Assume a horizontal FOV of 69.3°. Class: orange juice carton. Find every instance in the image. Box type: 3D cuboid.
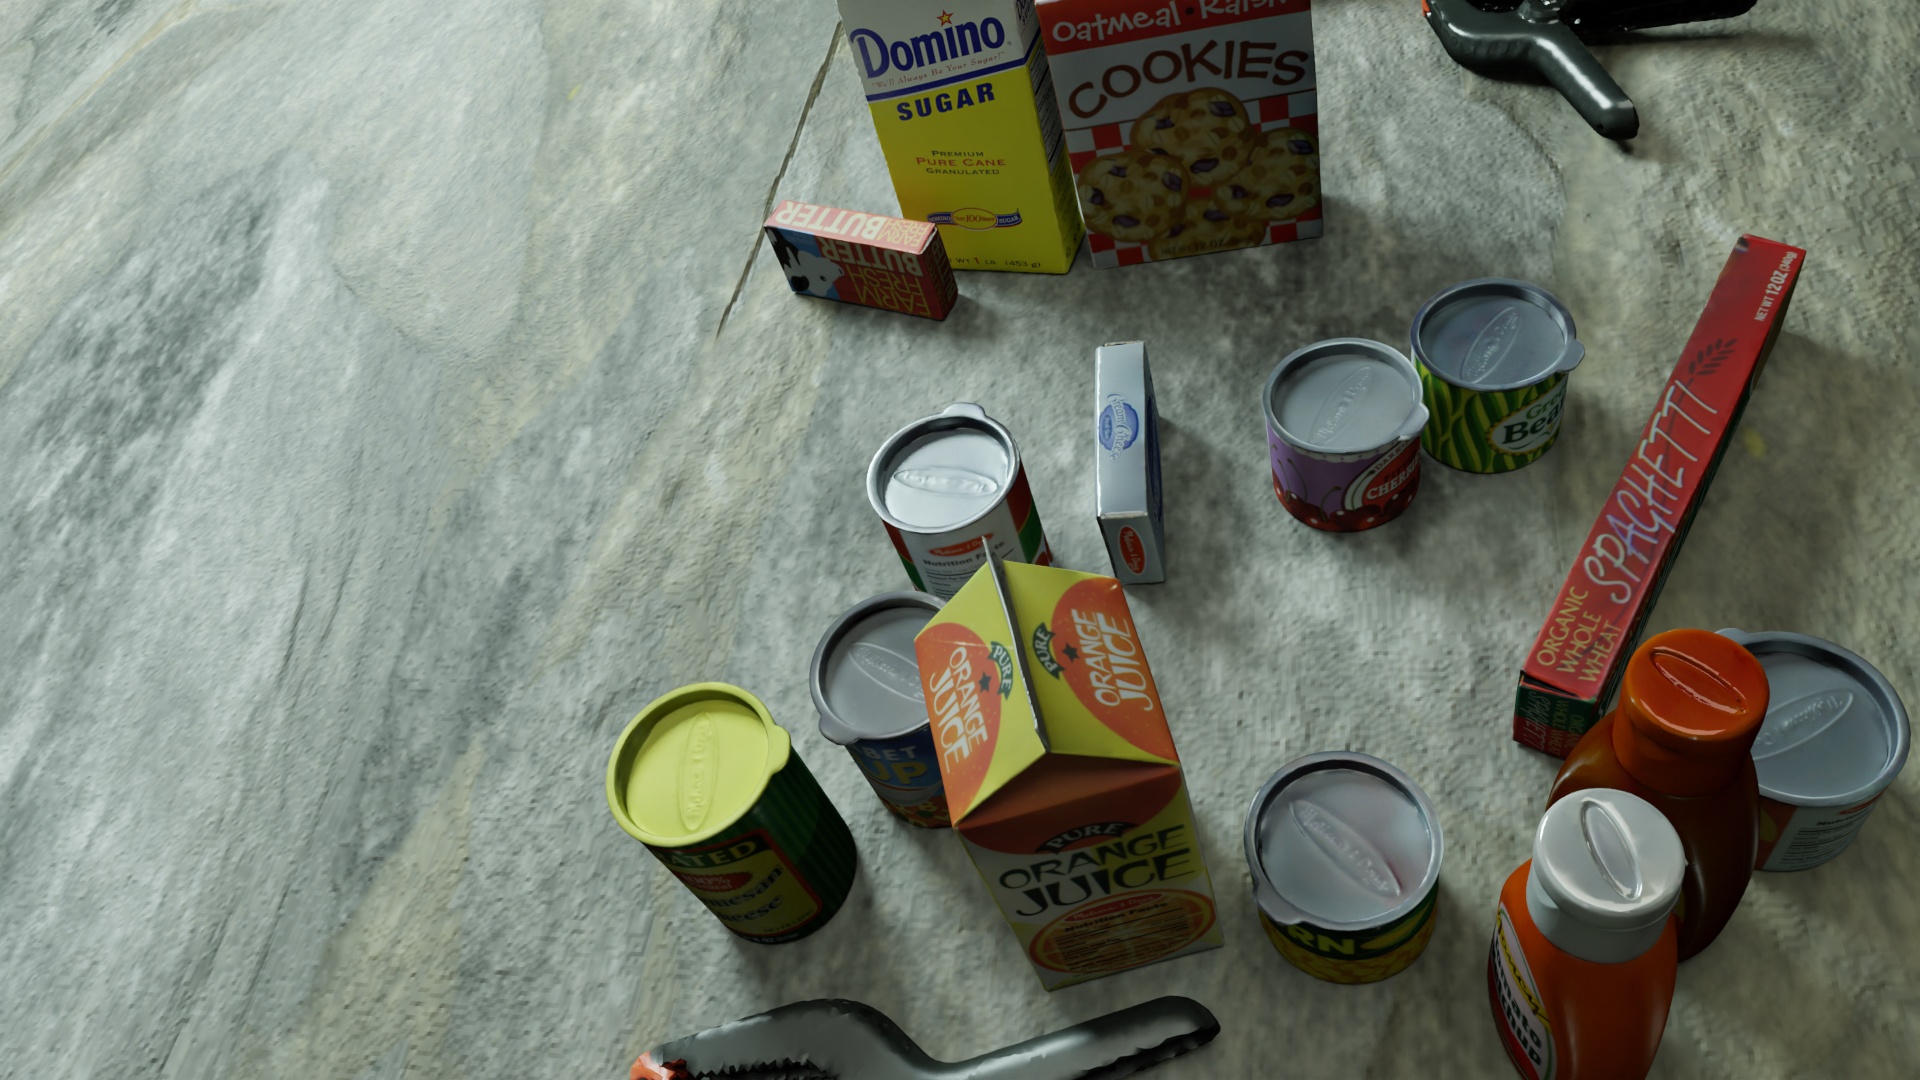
[{"bbox_3d":[0.037,0.080,0.471,0.073,0.191,0.072,-17,51,4],"label":"orange juice carton"}]

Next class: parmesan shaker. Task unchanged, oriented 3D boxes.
[{"bbox_3d":[-0.083,0.109,0.543,0.071,0.102,0.071,-8,52,11],"label":"parmesan shaker"}]

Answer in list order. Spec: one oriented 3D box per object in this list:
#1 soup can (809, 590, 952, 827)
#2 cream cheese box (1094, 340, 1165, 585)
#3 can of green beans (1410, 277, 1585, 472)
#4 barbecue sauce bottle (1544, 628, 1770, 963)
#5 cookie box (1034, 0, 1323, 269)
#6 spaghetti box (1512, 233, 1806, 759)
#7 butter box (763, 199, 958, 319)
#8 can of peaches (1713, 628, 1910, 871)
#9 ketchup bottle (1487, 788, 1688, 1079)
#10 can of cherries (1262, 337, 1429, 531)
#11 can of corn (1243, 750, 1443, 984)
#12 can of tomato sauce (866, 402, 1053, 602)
[{"bbox_3d":[-0.019,0.072,0.564,0.071,0.083,0.072,-8,52,11],"label":"soup can"},{"bbox_3d":[0.077,-0.036,0.636,0.024,0.053,0.104,-6,53,13],"label":"cream cheese box"},{"bbox_3d":[0.233,-0.072,0.613,0.071,0.057,0.071,-8,52,11],"label":"can of green beans"},{"bbox_3d":[0.222,0.081,0.442,0.044,0.148,0.065,-39,53,-13],"label":"barbecue sauce bottle"},{"bbox_3d":[0.113,-0.217,0.689,0.123,0.166,0.040,-6,53,13],"label":"cookie box"},{"bbox_3d":[0.286,-0.023,0.565,0.029,0.050,0.251,22,63,30],"label":"spaghetti box"},{"bbox_3d":[-0.054,-0.155,0.766,0.103,0.053,0.024,15,60,26],"label":"butter box"},{"bbox_3d":[0.285,0.073,0.487,0.071,0.057,0.071,-8,52,11],"label":"can of peaches"},{"bbox_3d":[0.189,0.123,0.420,0.043,0.148,0.065,-15,51,6],"label":"ketchup bottle"},{"bbox_3d":[0.170,-0.044,0.611,0.071,0.058,0.072,-8,52,11],"label":"can of cherries"},{"bbox_3d":[0.135,0.120,0.497,0.071,0.058,0.071,-8,52,11],"label":"can of corn"},{"bbox_3d":[0.002,-0.008,0.618,0.071,0.082,0.071,-8,52,11],"label":"can of tomato sauce"}]
